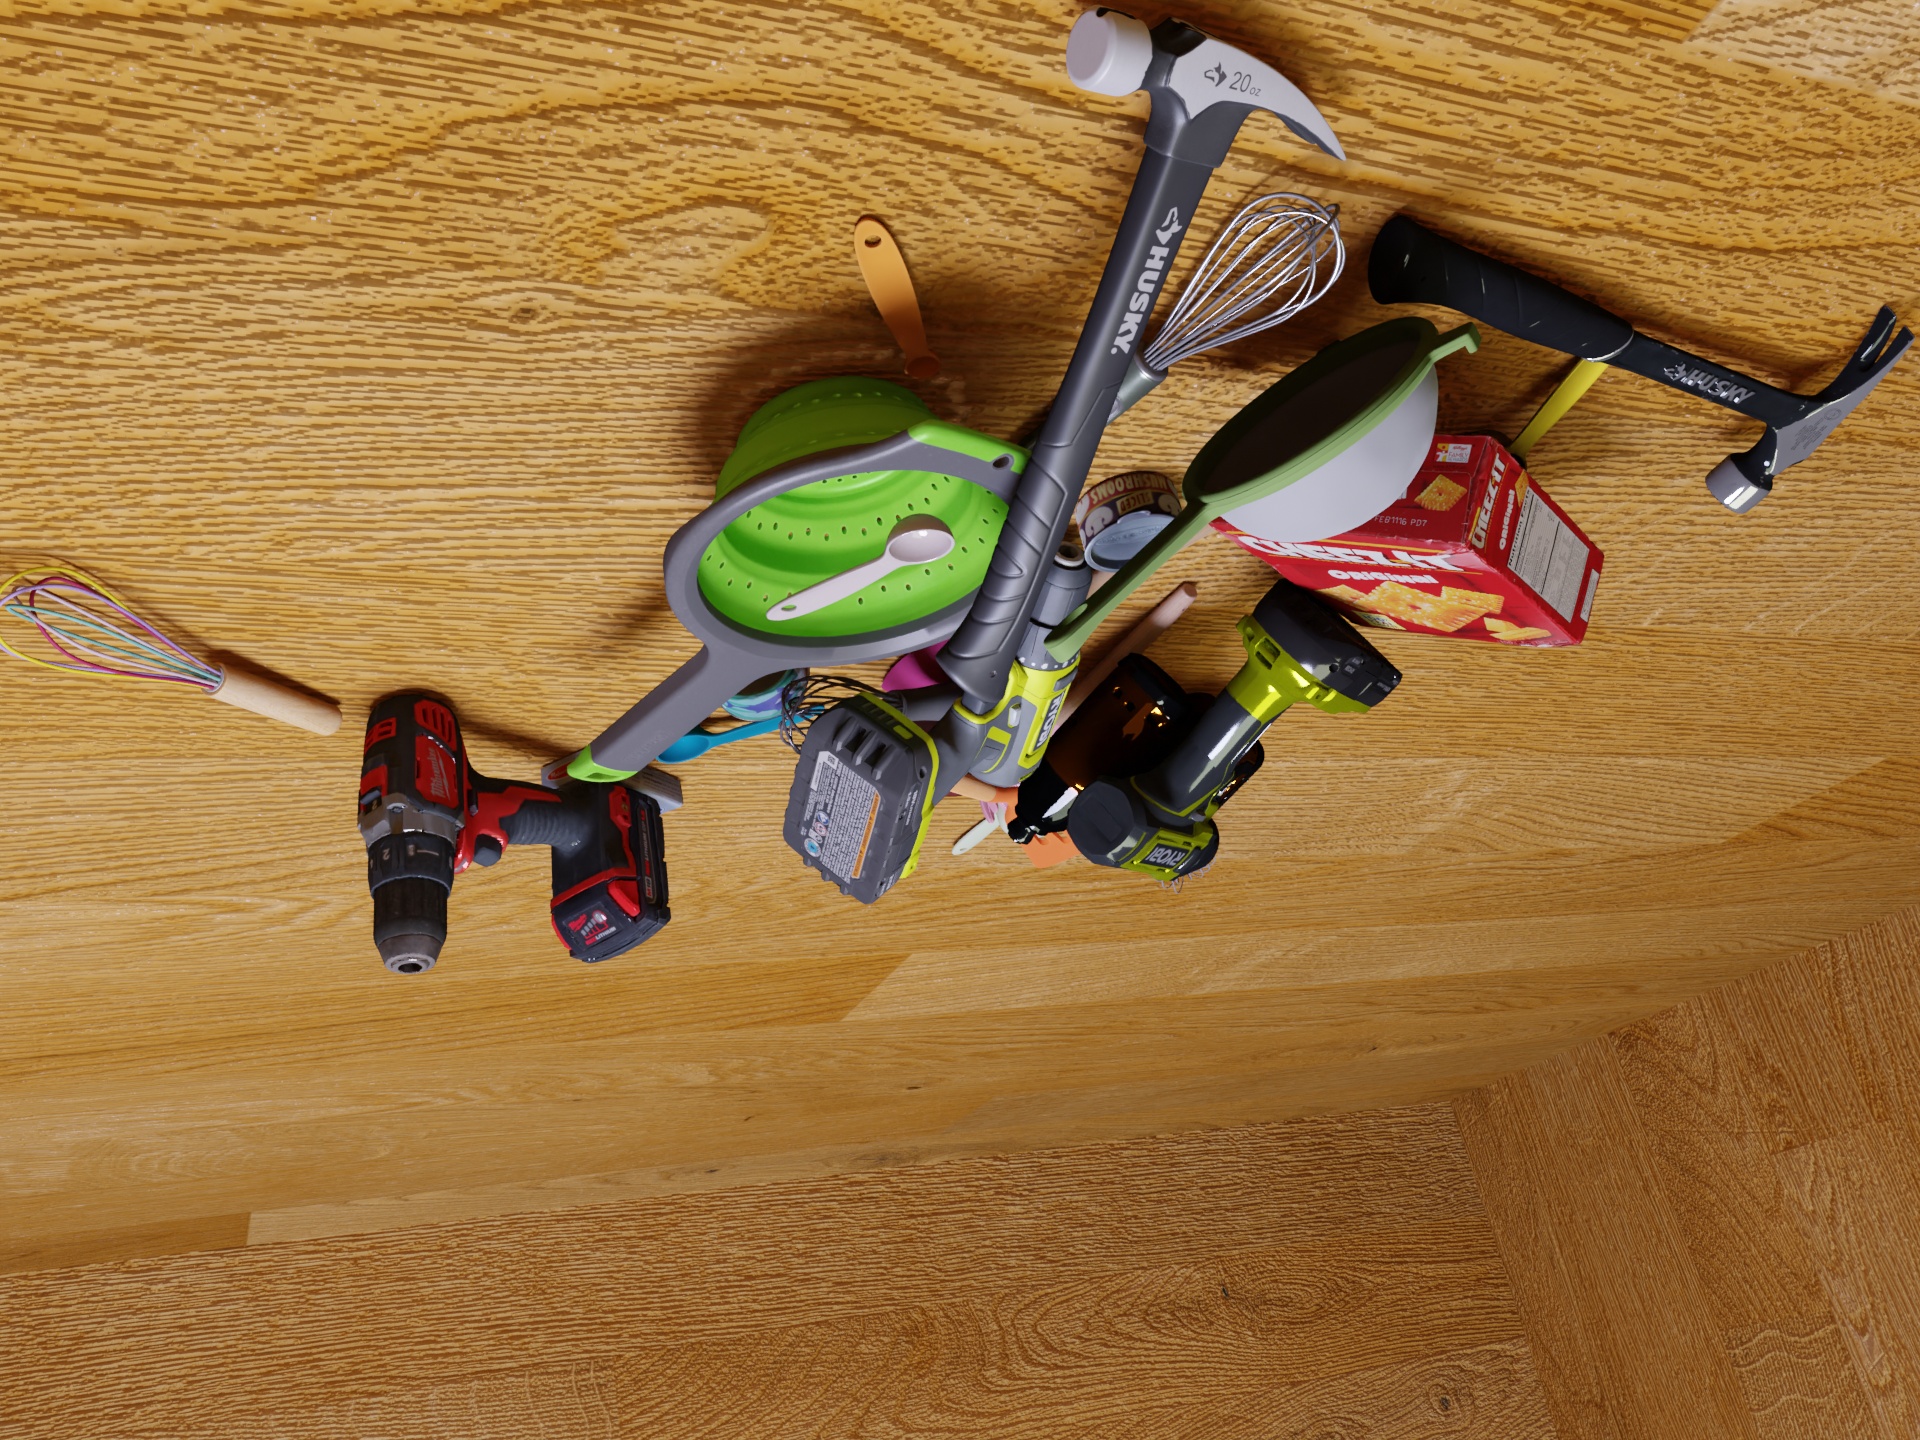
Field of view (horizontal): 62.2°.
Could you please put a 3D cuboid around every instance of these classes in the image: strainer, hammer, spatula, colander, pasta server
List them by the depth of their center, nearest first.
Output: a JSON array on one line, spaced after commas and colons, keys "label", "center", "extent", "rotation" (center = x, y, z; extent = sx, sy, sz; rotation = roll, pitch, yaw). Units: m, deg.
[{"label": "hammer", "center": [0.062, -0.149, 0.747], "extent": [0.146, 0.035, 0.334], "rotation": [-3, 128, -35]}, {"label": "strainer", "center": [0.155, -0.102, 0.819], "extent": [0.256, 0.069, 0.151], "rotation": [-42, -163, -5]}, {"label": "colander", "center": [-0.114, -0.081, 0.904], "extent": [0.204, 0.095, 0.397], "rotation": [13, 145, -42]}, {"label": "hammer", "center": [0.385, -0.215, 0.907], "extent": [0.408, 0.036, 0.149], "rotation": [8, 138, -33]}, {"label": "spatula", "center": [0.012, 0.058, 1.199], "extent": [0.081, 0.041, 0.322], "rotation": [-29, 154, 23]}, {"label": "pasta server", "center": [0.094, -0.009, 1.225], "extent": [0.060, 0.040, 0.316], "rotation": [-30, 169, -40]}]

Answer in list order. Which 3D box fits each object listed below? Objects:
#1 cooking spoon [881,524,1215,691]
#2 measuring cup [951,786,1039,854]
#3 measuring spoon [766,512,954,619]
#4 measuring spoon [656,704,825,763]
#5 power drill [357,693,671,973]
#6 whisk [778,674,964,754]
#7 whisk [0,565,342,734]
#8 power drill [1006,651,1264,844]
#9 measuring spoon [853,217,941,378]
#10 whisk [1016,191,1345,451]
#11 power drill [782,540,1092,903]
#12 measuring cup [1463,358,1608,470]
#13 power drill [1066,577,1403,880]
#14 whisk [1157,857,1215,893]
[{"label": "cooking spoon", "center": [0.069, -0.080, 1.084], "extent": [0.319, 0.017, 0.068], "rotation": [-28, 151, 33]}, {"label": "measuring cup", "center": [0.044, 0.098, 1.427], "extent": [0.083, 0.038, 0.167], "rotation": [7, 147, -35]}, {"label": "measuring spoon", "center": [-0.055, -0.079, 0.813], "extent": [0.124, 0.018, 0.034], "rotation": [-22, 155, 34]}, {"label": "measuring spoon", "center": [-0.163, 0.001, 1.164], "extent": [0.128, 0.021, 0.042], "rotation": [-16, 157, -13]}, {"label": "power drill", "center": [-0.303, 0.099, 1.071], "extent": [0.080, 0.188, 0.226], "rotation": [-28, 145, 25]}, {"label": "whisk", "center": [-0.042, -0.008, 1.078], "extent": [0.055, 0.055, 0.239], "rotation": [-29, 168, 33]}, {"label": "whisk", "center": [-0.450, -0.033, 0.928], "extent": [0.051, 0.047, 0.244], "rotation": [-8, 162, 20]}, {"label": "power drill", "center": [0.130, 0.038, 1.211], "extent": [0.164, 0.084, 0.226], "rotation": [-47, 154, 14]}, {"label": "measuring spoon", "center": [-0.031, -0.207, 0.782], "extent": [0.021, 0.011, 0.116], "rotation": [-14, 152, 8]}, {"label": "whisk", "center": [0.105, -0.192, 0.832], "extent": [0.057, 0.059, 0.246], "rotation": [42, 138, -13]}, {"label": "power drill", "center": [-0.002, -0.003, 1.011], "extent": [0.228, 0.080, 0.190], "rotation": [-37, 155, -42]}, {"label": "measuring cup", "center": [0.350, -0.190, 0.981], "extent": [0.062, 0.029, 0.156], "rotation": [6, 138, -31]}, {"label": "power drill", "center": [0.191, 0.018, 1.103], "extent": [0.223, 0.080, 0.171], "rotation": [-49, 149, 16]}, {"label": "whisk", "center": [0.183, 0.085, 1.453], "extent": [0.070, 0.070, 0.284], "rotation": [-16, 150, 9]}]
